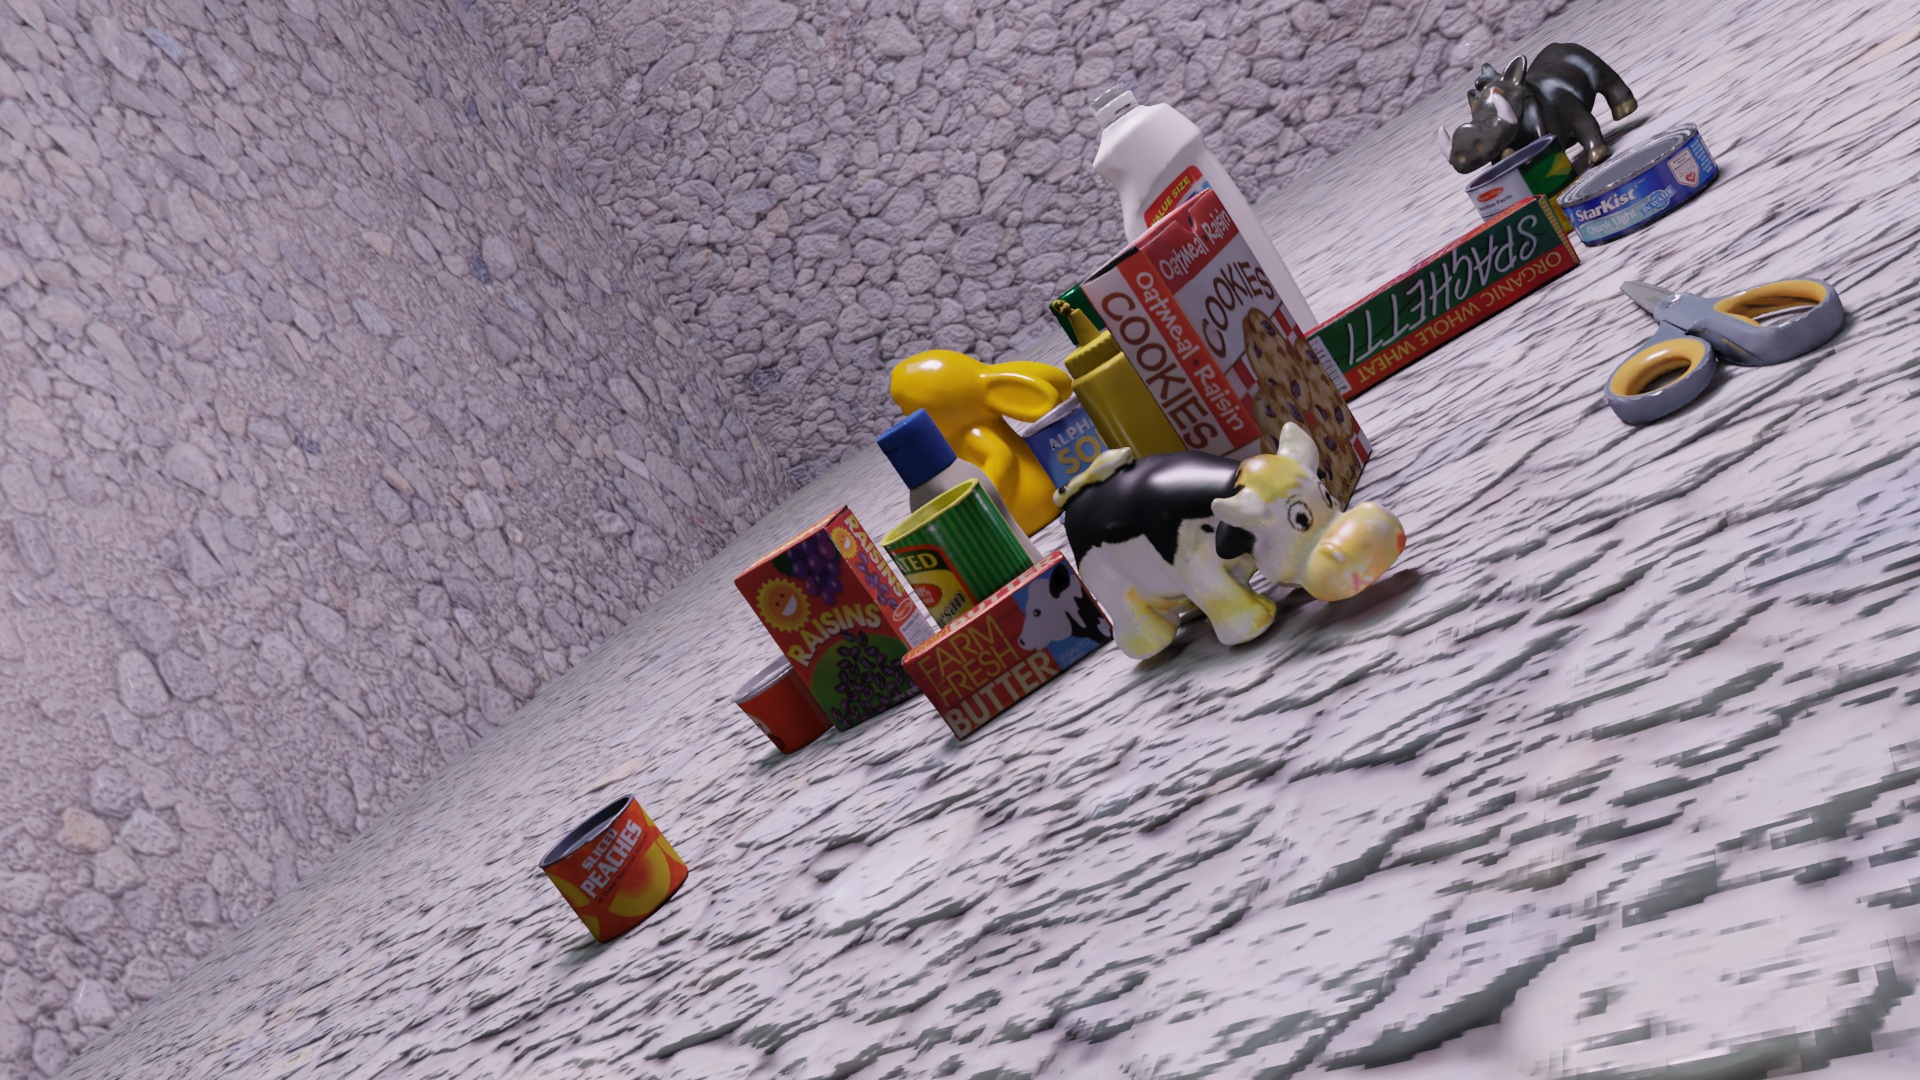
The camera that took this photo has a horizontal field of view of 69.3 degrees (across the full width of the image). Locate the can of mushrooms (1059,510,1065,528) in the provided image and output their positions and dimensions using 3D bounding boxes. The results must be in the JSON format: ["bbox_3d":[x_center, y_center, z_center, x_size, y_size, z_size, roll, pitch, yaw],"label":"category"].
[{"bbox_3d":[0.102,-0.019,0.918,0.071,0.033,0.071,-33,8,6],"label":"can of mushrooms"}]

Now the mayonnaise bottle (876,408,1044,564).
[{"bbox_3d":[0.003,-0.011,0.860,0.041,0.148,0.064,-41,10,-38],"label":"mayonnaise bottle"}]

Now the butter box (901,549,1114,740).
[{"bbox_3d":[0.025,0.055,0.732,0.103,0.053,0.024,-34,8,1],"label":"butter box"}]

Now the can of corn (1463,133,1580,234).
[{"bbox_3d":[0.391,-0.235,0.949,0.071,0.058,0.071,-33,8,6],"label":"can of corn"}]

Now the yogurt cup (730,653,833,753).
[{"bbox_3d":[-0.115,0.110,0.957,0.072,0.054,0.072,-33,8,6],"label":"yogurt cup"}]

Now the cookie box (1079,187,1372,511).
[{"bbox_3d":[0.139,-0.086,0.697,0.040,0.167,0.123,-29,10,35],"label":"cookie box"}]

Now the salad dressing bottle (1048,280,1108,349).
[{"bbox_3d":[0.123,-0.131,1.077,0.044,0.147,0.064,-35,8,-6],"label":"salad dressing bottle"}]

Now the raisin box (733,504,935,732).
[{"bbox_3d":[-0.075,0.051,0.894,0.086,0.123,0.040,-29,9,30],"label":"raisin box"}]

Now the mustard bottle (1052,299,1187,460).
[{"bbox_3d":[0.101,-0.070,0.780,0.049,0.160,0.065,-34,8,-1],"label":"mustard bottle"}]

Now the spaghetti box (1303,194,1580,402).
[{"bbox_3d":[0.260,-0.127,0.873,0.249,0.050,0.029,-32,9,17],"label":"spaghetti box"}]

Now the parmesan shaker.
[{"bbox_3d":[0.012,0.025,0.782,0.071,0.103,0.071,-33,8,6],"label":"parmesan shaker"}]

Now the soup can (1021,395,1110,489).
[{"bbox_3d":[0.095,-0.059,1.003,0.071,0.083,0.071,-33,8,6],"label":"soup can"}]

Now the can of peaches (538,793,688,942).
[{"bbox_3d":[-0.202,0.192,0.812,0.071,0.058,0.071,-33,8,6],"label":"can of peaches"}]
